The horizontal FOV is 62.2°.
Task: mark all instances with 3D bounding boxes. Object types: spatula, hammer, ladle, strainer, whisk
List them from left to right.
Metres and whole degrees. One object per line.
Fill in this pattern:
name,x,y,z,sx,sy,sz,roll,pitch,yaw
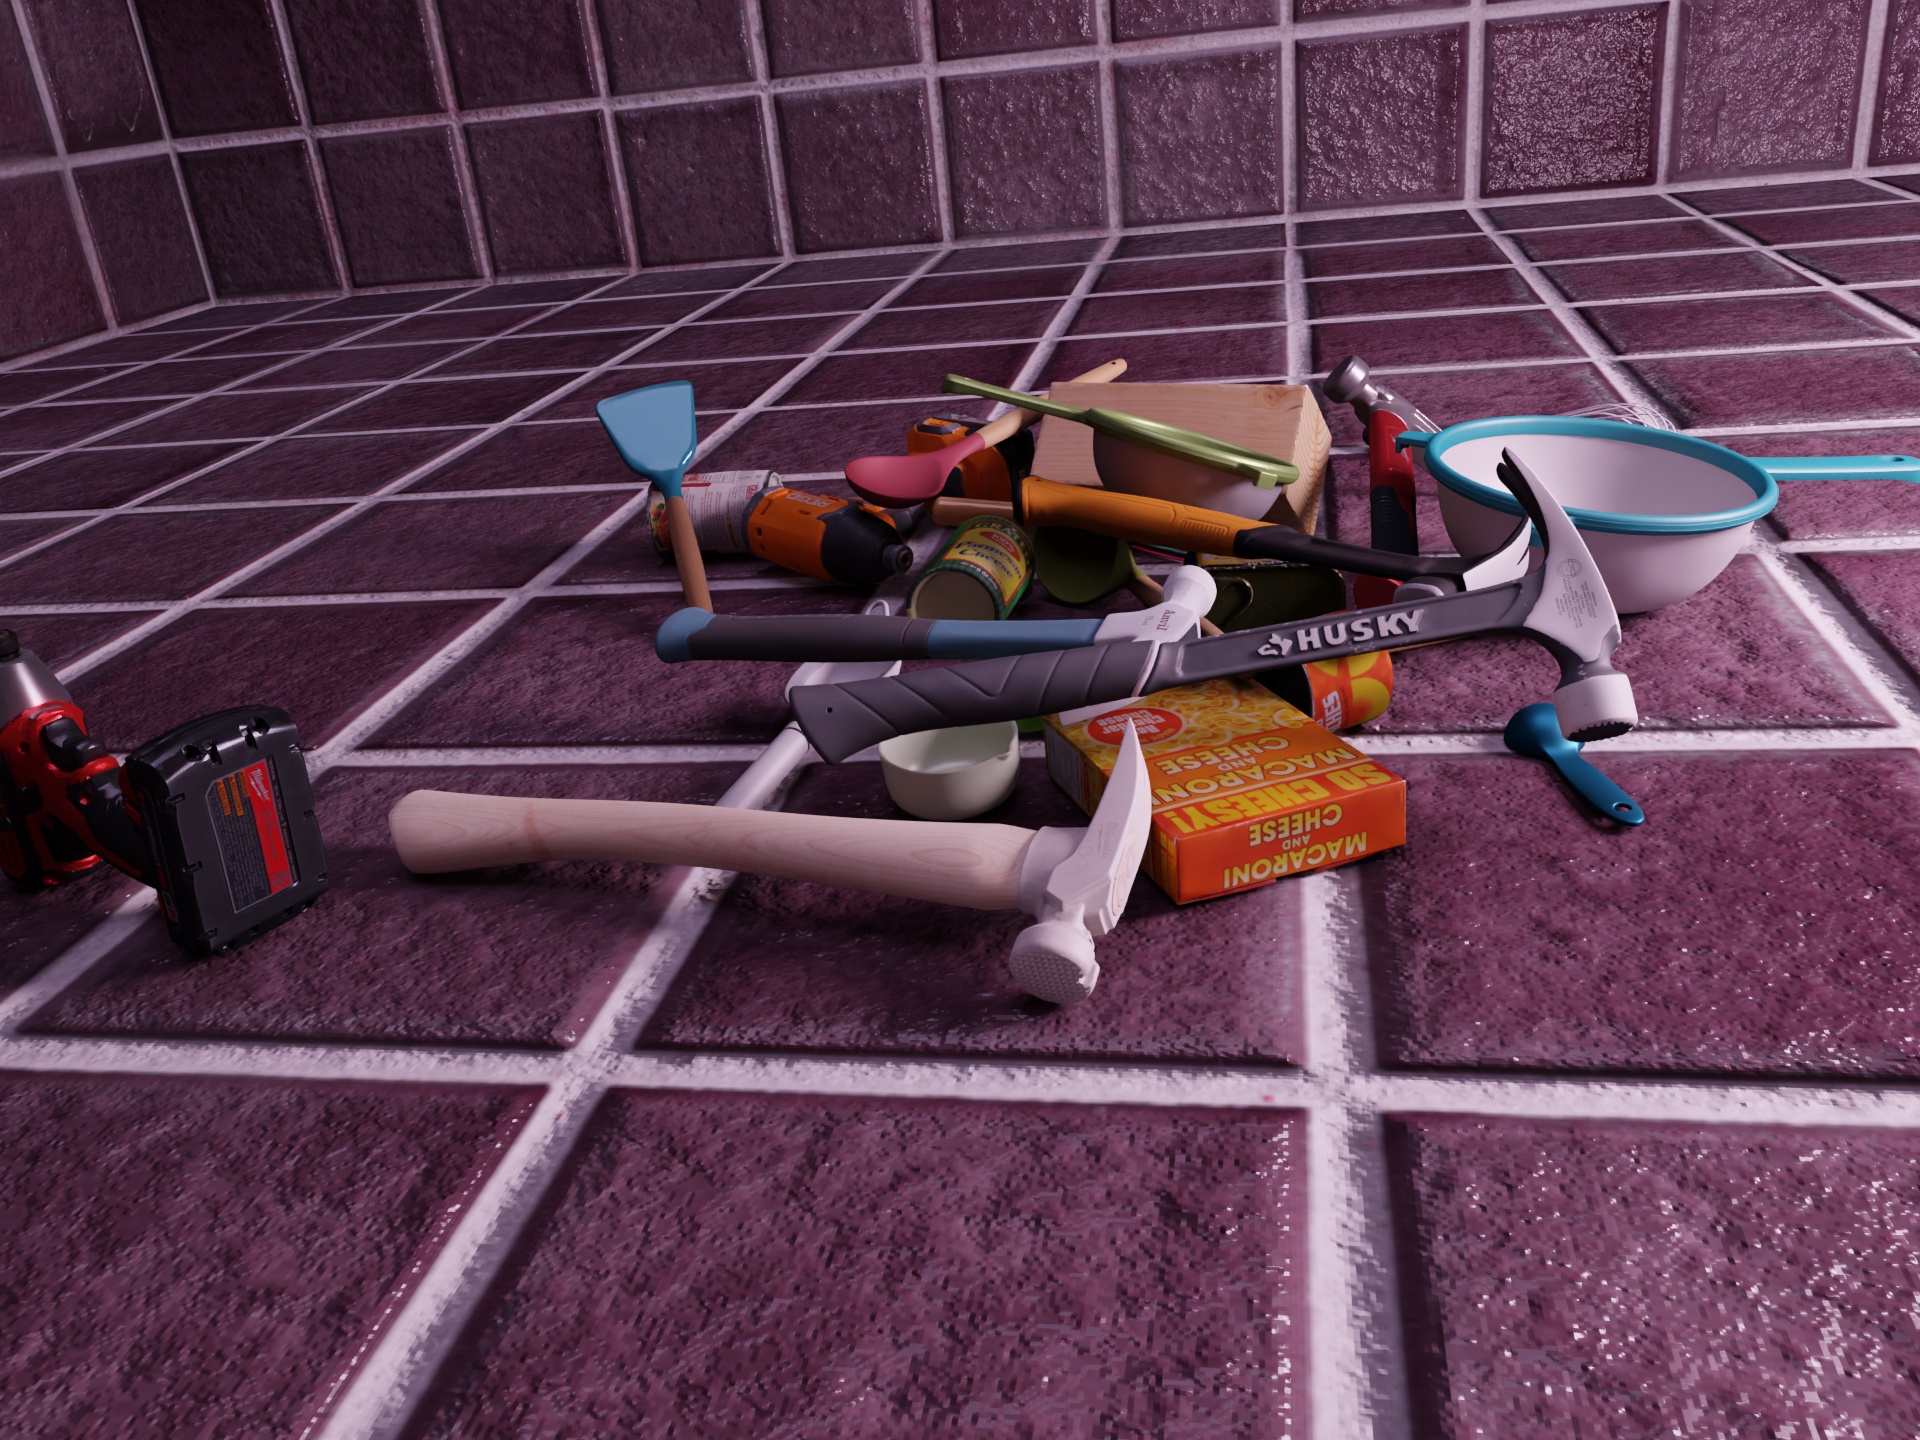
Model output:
spatula,-0.221,-0.161,1.227,0.082,0.044,0.318,-16,43,-7
hammer,-0.110,0.053,0.792,0.411,0.038,0.146,2,44,24
strainer,-0.091,0.008,0.924,0.087,0.050,0.258,-11,25,31
hammer,-0.027,-0.048,0.925,0.331,0.033,0.128,2,33,22
ladle,0.030,-0.231,1.256,0.069,0.031,0.315,35,49,28
whisk,0.101,-0.146,1.177,0.245,0.047,0.051,6,-20,6
strainer,0.101,-0.177,1.098,0.256,0.069,0.151,18,15,13
ladle,0.112,-0.080,1.011,0.062,0.078,0.320,10,16,-15
hammer,0.113,-0.035,0.799,0.409,0.149,0.036,-9,-17,8
hammer,0.170,-0.116,0.971,0.337,0.034,0.127,17,34,40
hammer,0.312,-0.144,1.106,0.143,0.038,0.386,37,31,-9
whisk,0.453,-0.233,1.318,0.070,0.070,0.285,-24,25,-35
strainer,0.463,-0.126,1.036,0.340,0.095,0.211,-3,27,-11

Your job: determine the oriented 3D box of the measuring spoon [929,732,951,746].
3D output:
measuring spoon,-0.002,-0.003,0.964,0.034,0.018,0.124,-1,18,17

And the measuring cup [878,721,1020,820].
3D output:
measuring cup,0.022,0.006,0.893,0.083,0.038,0.167,13,32,35

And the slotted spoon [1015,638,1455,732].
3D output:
slotted spoon,0.173,-0.036,0.975,0.313,0.031,0.070,-10,21,-11

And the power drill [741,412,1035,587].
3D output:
power drill,-0.040,-0.171,1.270,0.226,0.084,0.164,-30,35,-36

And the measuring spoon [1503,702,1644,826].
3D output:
measuring spoon,0.319,0.018,0.818,0.042,0.021,0.129,-7,23,-2

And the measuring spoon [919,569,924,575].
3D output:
measuring spoon,-0.020,-0.094,1.176,0.021,0.011,0.117,-6,20,0

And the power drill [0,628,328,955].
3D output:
power drill,-0.440,0.033,0.829,0.220,0.143,0.078,11,26,29
